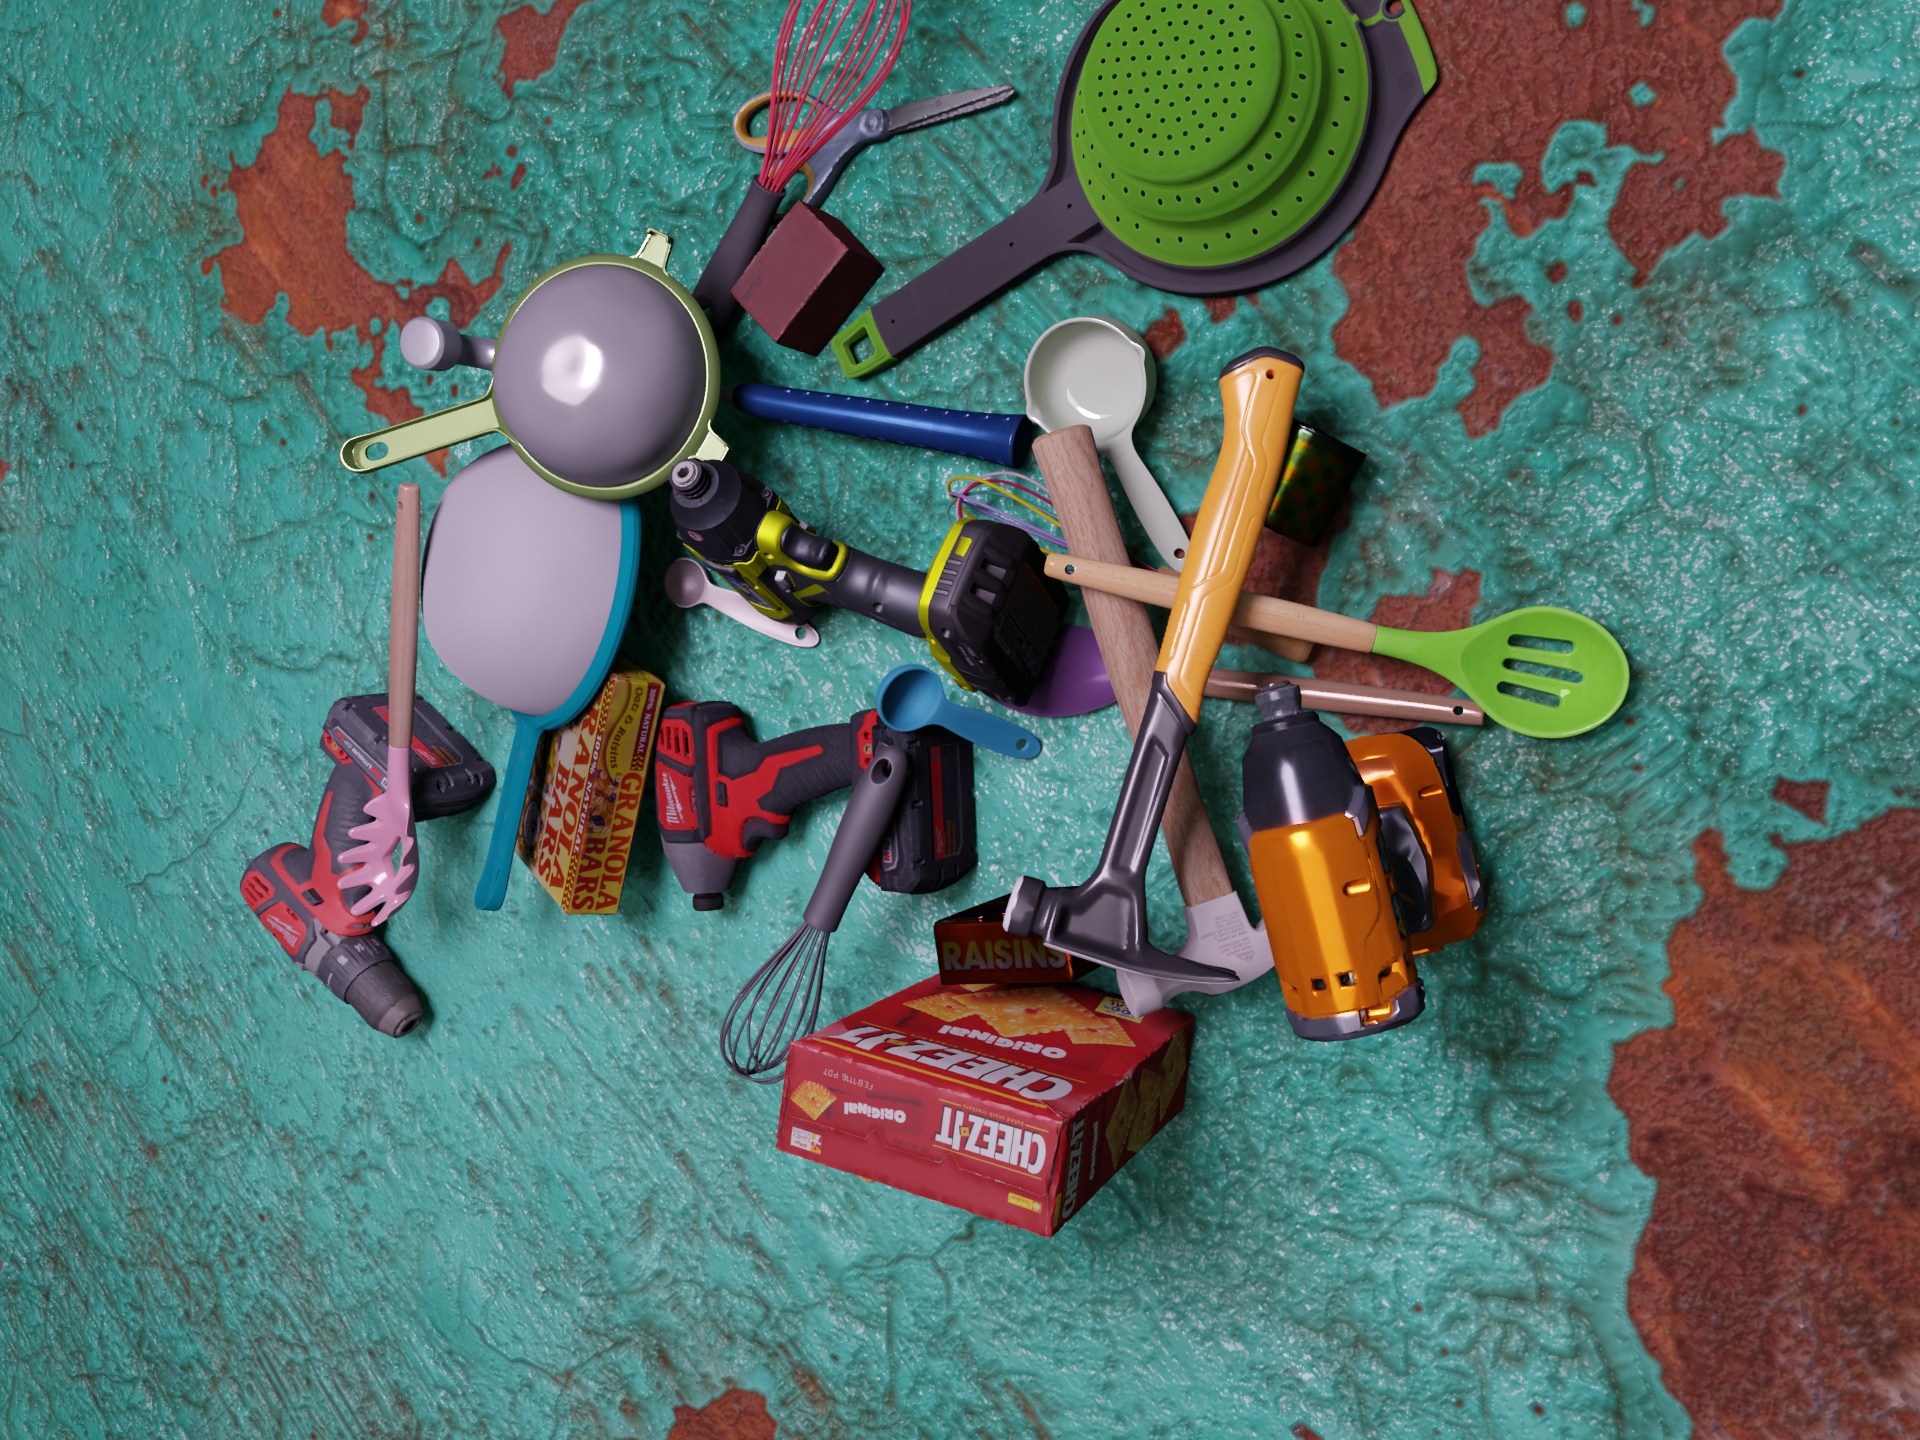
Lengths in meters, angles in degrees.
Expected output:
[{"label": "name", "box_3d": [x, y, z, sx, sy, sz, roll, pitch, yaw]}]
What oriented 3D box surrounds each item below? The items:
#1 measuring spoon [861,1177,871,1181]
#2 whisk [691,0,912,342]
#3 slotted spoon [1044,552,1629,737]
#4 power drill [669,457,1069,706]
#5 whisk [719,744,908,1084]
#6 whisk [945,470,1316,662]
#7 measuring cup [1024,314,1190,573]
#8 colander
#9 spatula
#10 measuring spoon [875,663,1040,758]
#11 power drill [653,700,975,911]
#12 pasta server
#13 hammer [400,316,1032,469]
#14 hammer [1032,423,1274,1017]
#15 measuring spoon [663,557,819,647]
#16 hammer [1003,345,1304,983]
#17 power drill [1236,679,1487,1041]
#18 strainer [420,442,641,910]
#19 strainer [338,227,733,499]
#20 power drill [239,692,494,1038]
[{"label": "measuring spoon", "box_3d": [-0.033, 0.266, 1.050, 0.021, 0.011, 0.117, 45, 110, 17]}, {"label": "whisk", "box_3d": [-0.112, -0.355, 1.005, 0.073, 0.073, 0.295, 47, 126, 16]}, {"label": "slotted spoon", "box_3d": [0.199, -0.052, 0.864, 0.314, 0.031, 0.070, 13, 99, 6]}, {"label": "power drill", "box_3d": [-0.061, -0.090, 0.951, 0.223, 0.171, 0.080, 18, 78, 23]}, {"label": "whisk", "box_3d": [-0.087, 0.120, 0.968, 0.055, 0.055, 0.239, 31, 104, 21]}, {"label": "whisk", "box_3d": [0.096, -0.092, 0.944, 0.245, 0.051, 0.047, 26, 130, 17]}, {"label": "measuring cup", "box_3d": [0.102, -0.164, 0.951, 0.083, 0.038, 0.167, -25, 99, 31]}, {"label": "colander", "box_3d": [0.068, -0.313, 0.919, 0.397, 0.094, 0.204, -27, 81, 25]}, {"label": "spatula", "box_3d": [0.147, -0.020, 0.941, 0.316, 0.018, 0.060, 7, 92, 26]}, {"label": "measuring spoon", "box_3d": [-0.002, -0.003, 0.967, 0.042, 0.128, 0.021, -60, 38, 10]}, {"label": "power drill", "box_3d": [-0.105, 0.057, 1.039, 0.220, 0.078, 0.143, -1, 93, 29]}, {"label": "pasta server", "box_3d": [-0.385, -0.007, 1.077, 0.060, 0.040, 0.316, 23, 115, 26]}, {"label": "hammer", "box_3d": [-0.150, -0.213, 1.034, 0.405, 0.144, 0.035, 12, 101, 16]}, {"label": "hammer", "box_3d": [0.109, -0.008, 0.906, 0.130, 0.031, 0.331, -17, 90, -8]}, {"label": "measuring spoon", "box_3d": [-0.147, -0.077, 1.086, 0.124, 0.018, 0.034, 24, 103, 16]}, {"label": "hammer", "box_3d": [0.128, -0.031, 0.842, 0.127, 0.034, 0.337, 16, 91, 6]}, {"label": "power drill", "box_3d": [0.200, 0.058, 0.804, 0.084, 0.226, 0.164, -15, 87, 26]}, {"label": "strainer", "box_3d": [-0.318, -0.041, 1.070, 0.211, 0.095, 0.340, 14, 92, 51]}, {"label": "strainer", "box_3d": [-0.275, -0.197, 0.969, 0.256, 0.069, 0.151, -15, 92, 10]}, {"label": "power drill", "box_3d": [-0.443, 0.112, 1.207, 0.188, 0.080, 0.226, 41, 112, 18]}]
